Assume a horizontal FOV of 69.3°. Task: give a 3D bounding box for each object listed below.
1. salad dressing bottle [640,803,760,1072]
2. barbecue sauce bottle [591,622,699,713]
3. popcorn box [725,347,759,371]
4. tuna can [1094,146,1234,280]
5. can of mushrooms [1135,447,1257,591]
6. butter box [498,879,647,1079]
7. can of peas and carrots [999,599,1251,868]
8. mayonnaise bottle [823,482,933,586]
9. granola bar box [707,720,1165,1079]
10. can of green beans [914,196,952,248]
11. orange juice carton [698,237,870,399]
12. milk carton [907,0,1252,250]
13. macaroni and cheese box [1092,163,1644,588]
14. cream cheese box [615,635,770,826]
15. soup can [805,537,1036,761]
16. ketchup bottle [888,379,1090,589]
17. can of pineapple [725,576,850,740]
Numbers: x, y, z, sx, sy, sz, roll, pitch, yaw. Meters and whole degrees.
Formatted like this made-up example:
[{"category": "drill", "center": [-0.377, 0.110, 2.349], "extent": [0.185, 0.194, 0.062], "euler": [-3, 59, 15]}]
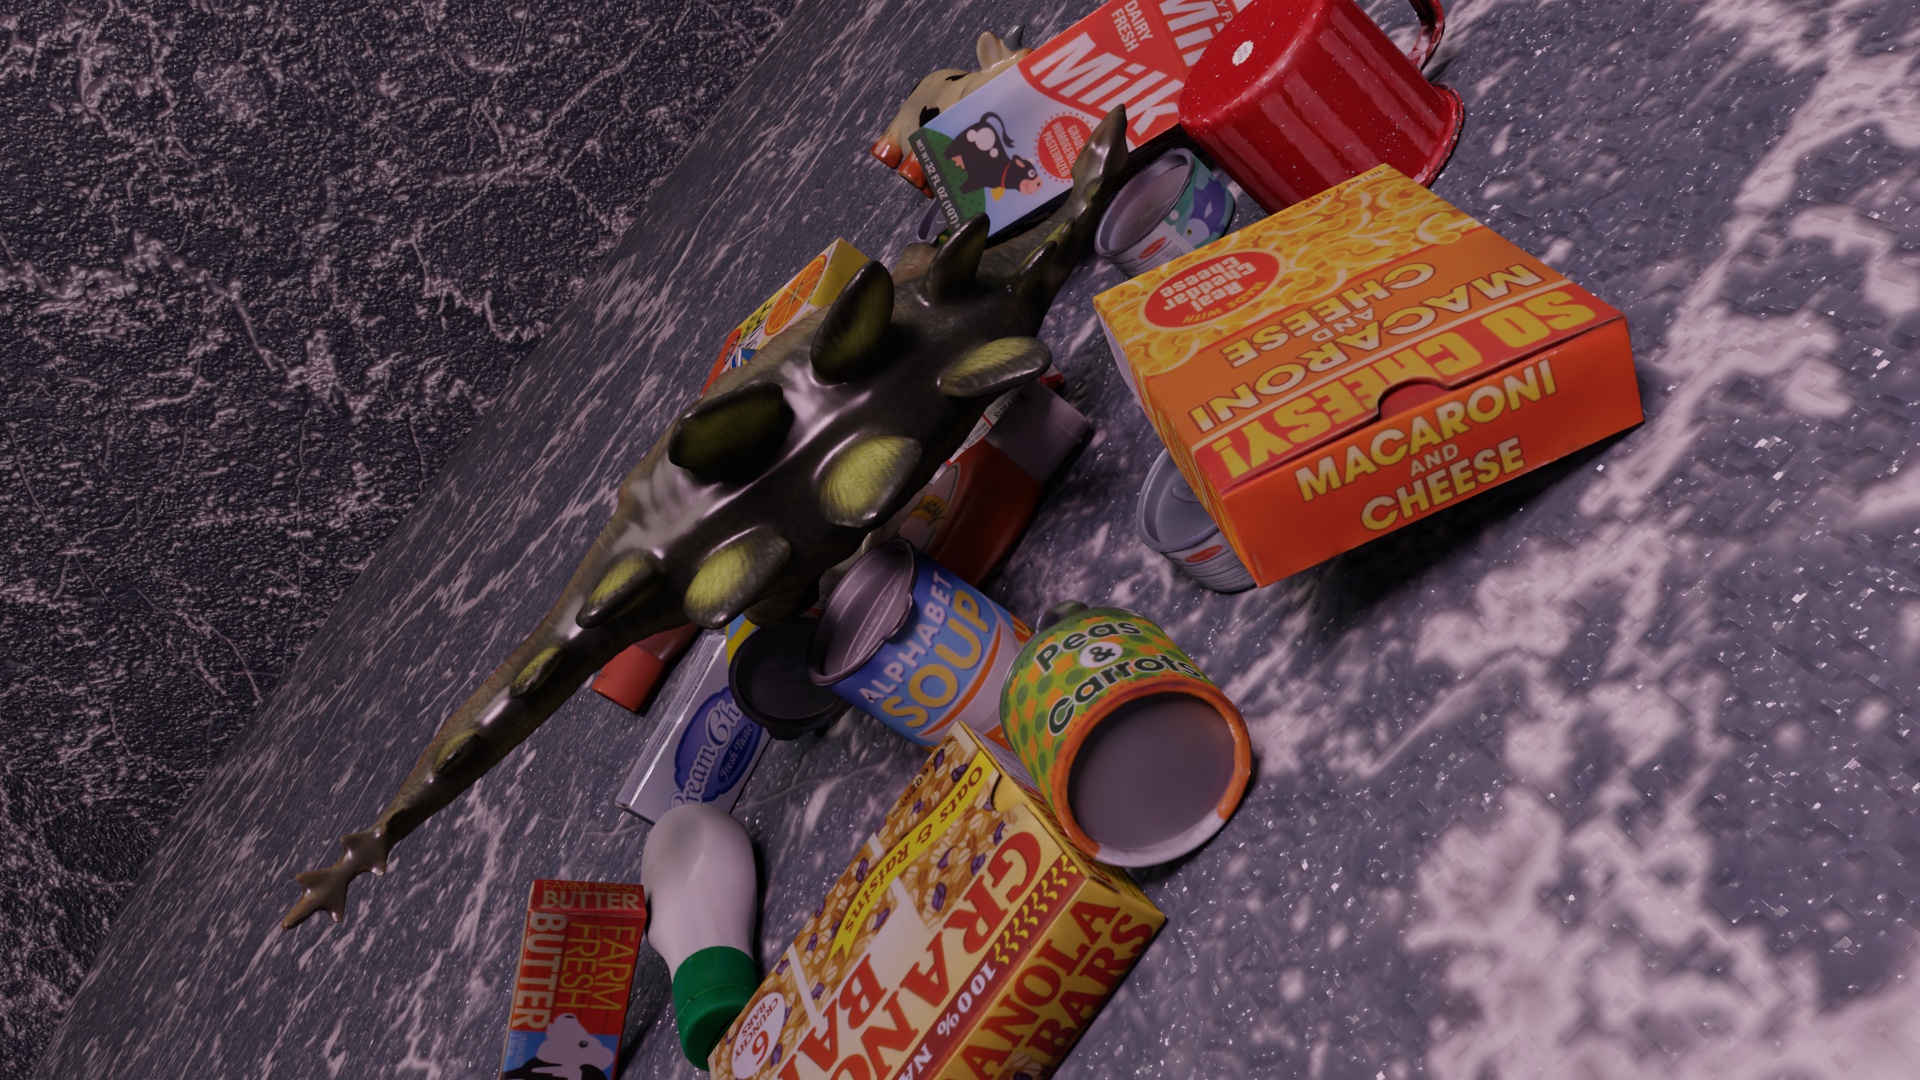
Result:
[{"category": "salad dressing bottle", "center": [-0.115, 0.176, 0.629], "extent": [0.064, 0.044, 0.148], "euler": [-55, 25, 9]}, {"category": "barbecue sauce bottle", "center": [-0.195, 0.045, 0.943], "extent": [0.065, 0.043, 0.149], "euler": [-1, 57, 60]}, {"category": "popcorn box", "center": [-0.137, -0.051, 0.899], "extent": [0.085, 0.038, 0.127], "euler": [150, 124, -67]}, {"category": "tuna can", "center": [0.102, -0.161, 0.692], "extent": [0.071, 0.033, 0.071], "euler": [-41, 28, 27]}, {"category": "can of mushrooms", "center": [0.100, -0.018, 0.508], "extent": [0.070, 0.033, 0.071], "euler": [-42, 27, 27]}, {"category": "butter box", "center": [-0.180, 0.207, 0.644], "extent": [0.024, 0.053, 0.103], "euler": [-122, 44, -65]}, {"category": "can of peas and carrots", "center": [0.052, 0.060, 0.448], "extent": [0.071, 0.071, 0.059], "euler": [-51, 25, 6]}, {"category": "mayonnaise bottle", "center": [-0.067, 0.000, 0.775], "extent": [0.148, 0.041, 0.065], "euler": [-11, 50, 56]}, {"category": "granola bar box", "center": [-0.017, 0.158, 0.481], "extent": [0.165, 0.039, 0.124], "euler": [-54, 25, 1]}, {"category": "can of green beans", "center": [0.014, -0.193, 0.861], "extent": [0.071, 0.058, 0.071], "euler": [-41, 27, 27]}, {"category": "orange juice carton", "center": [-0.122, -0.129, 1.004], "extent": [0.192, 0.073, 0.072], "euler": [-29, 34, 44]}, {"category": "milk carton", "center": [0.075, -0.226, 0.726], "extent": [0.190, 0.072, 0.074], "euler": [-26, -1, 29]}, {"category": "macaroni and cheese box", "center": [0.123, -0.064, 0.465], "extent": [0.124, 0.040, 0.167], "euler": [-24, 29, 5]}, {"category": "cream cheese box", "center": [-0.134, 0.107, 0.740], "extent": [0.024, 0.053, 0.104], "euler": [-5, 53, 57]}, {"category": "soup can", "center": [-0.008, 0.049, 0.553], "extent": [0.071, 0.083, 0.072], "euler": [-41, 28, 27]}, {"category": "ketchup bottle", "center": [0.002, -0.008, 0.659], "extent": [0.148, 0.043, 0.065], "euler": [-51, 24, 4]}, {"category": "can of pineapple", "center": [-0.087, 0.056, 0.707], "extent": [0.071, 0.071, 0.058], "euler": [-48, 24, 12]}]
